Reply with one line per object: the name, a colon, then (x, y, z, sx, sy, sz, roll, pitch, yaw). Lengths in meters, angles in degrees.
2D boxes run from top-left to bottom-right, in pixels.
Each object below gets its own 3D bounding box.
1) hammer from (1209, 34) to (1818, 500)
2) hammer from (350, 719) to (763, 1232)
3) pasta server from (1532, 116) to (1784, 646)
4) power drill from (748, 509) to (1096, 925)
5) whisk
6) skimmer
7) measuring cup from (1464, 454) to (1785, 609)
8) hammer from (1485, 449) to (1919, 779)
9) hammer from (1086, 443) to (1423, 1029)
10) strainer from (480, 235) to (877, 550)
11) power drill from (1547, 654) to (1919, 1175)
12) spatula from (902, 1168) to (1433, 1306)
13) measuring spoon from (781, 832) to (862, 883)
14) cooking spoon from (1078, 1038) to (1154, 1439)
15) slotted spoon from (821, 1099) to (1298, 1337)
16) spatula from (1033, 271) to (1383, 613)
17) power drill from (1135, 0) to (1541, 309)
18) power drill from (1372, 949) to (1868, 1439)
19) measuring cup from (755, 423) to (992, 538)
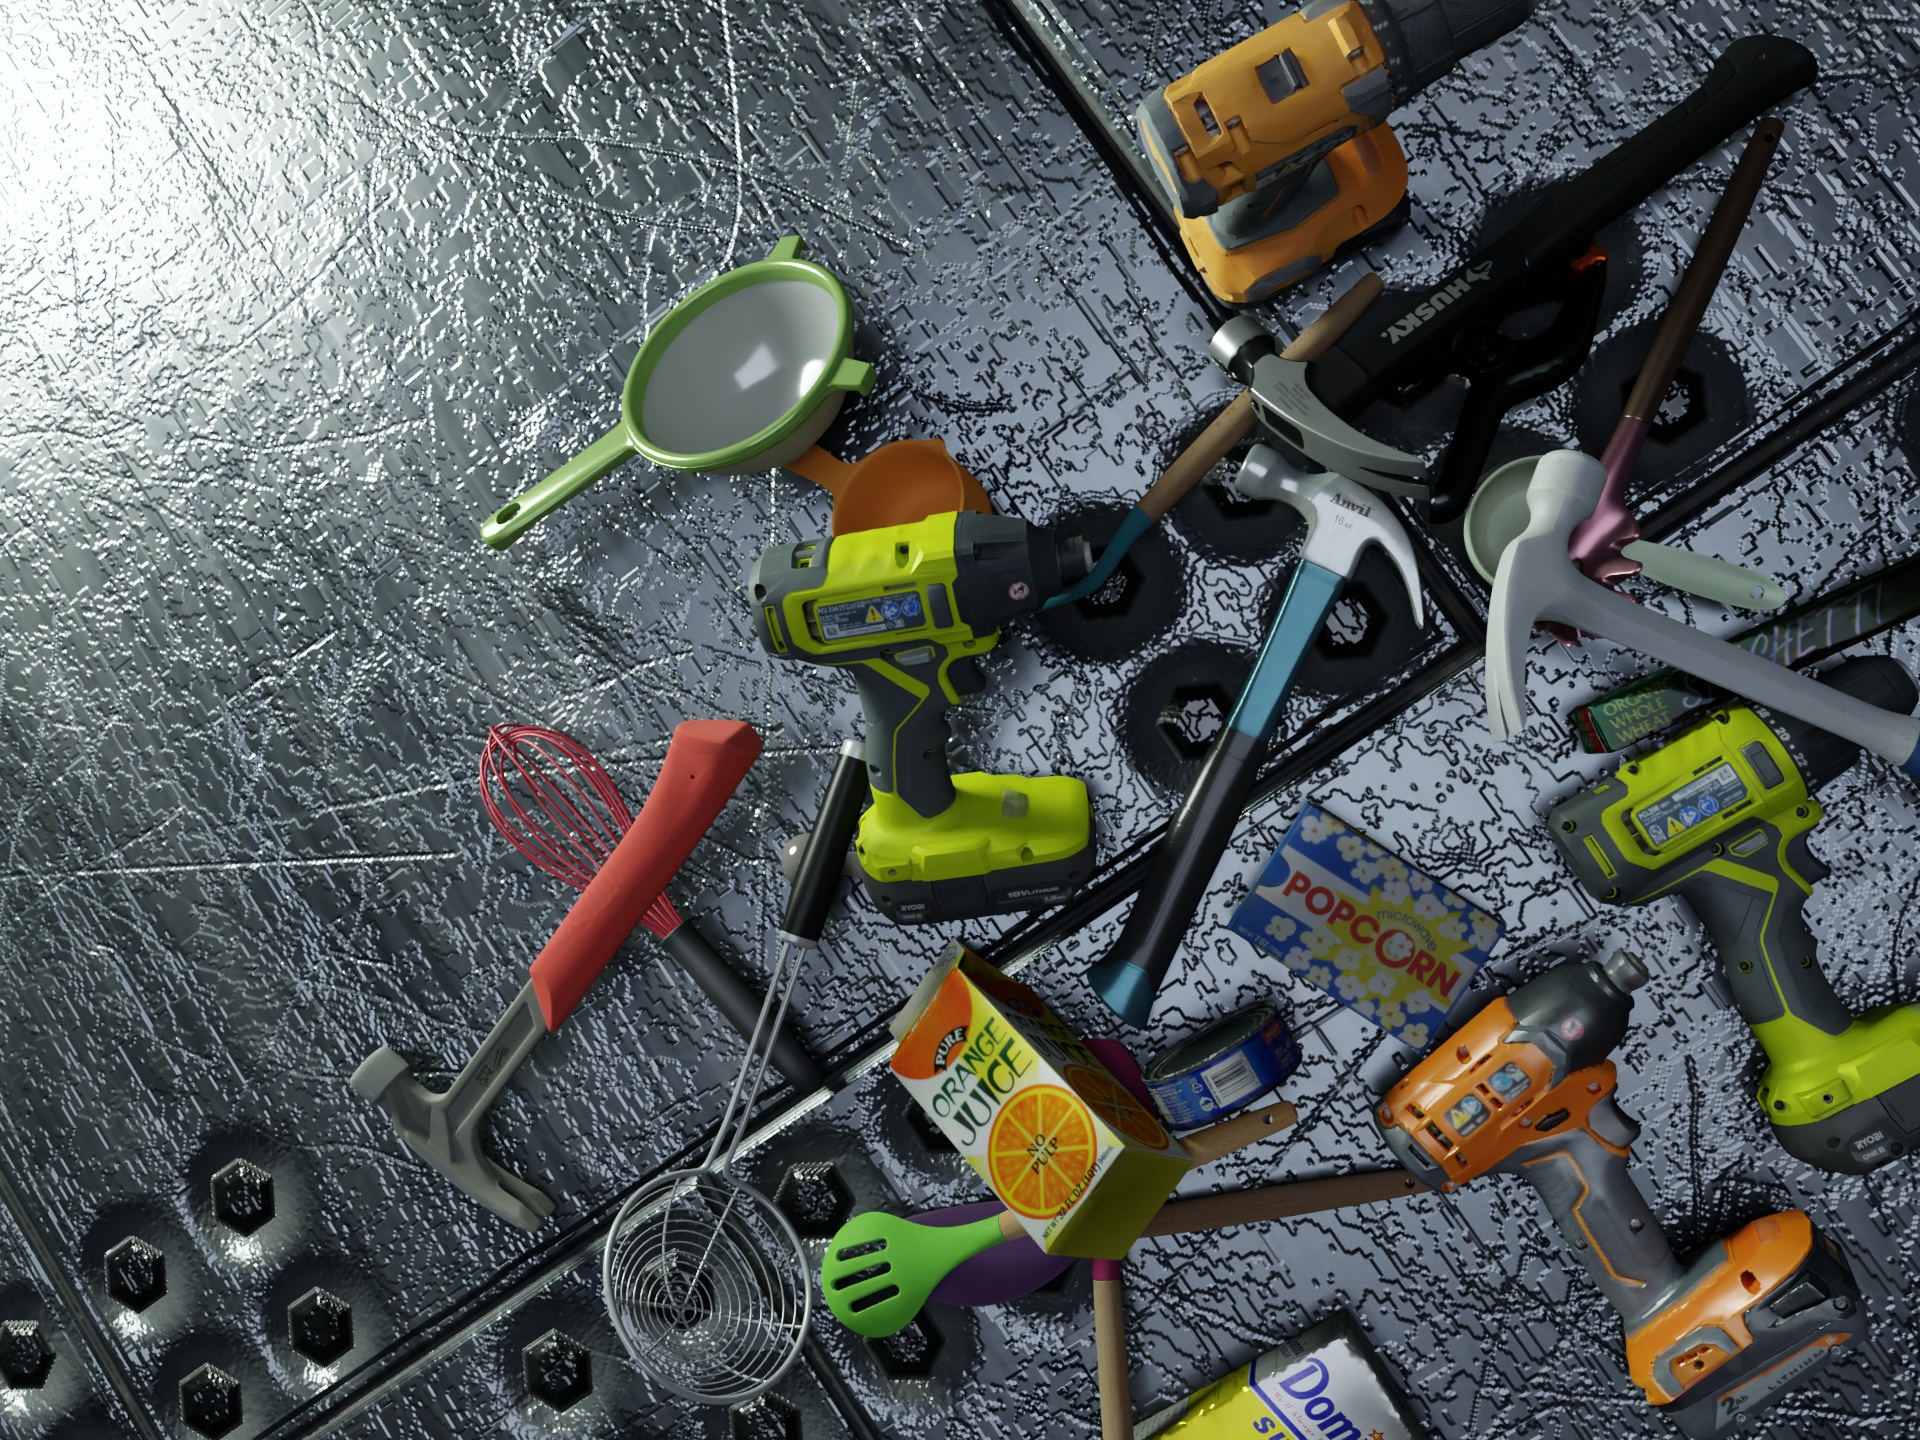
hammer: (0.306, -0.249, 0.836, 0.335, 0.035, 0.146, -36, 58, 0)
hammer: (-0.218, 0.144, 0.929, 0.149, 0.037, 0.359, 39, 111, 0)
pasta server: (0.365, -0.180, 0.827, 0.060, 0.040, 0.316, 26, 84, 1)
power drill: (-0.001, -0.003, 0.852, 0.171, 0.080, 0.223, -8, 124, 9)
whisk: (-0.186, 0.114, 0.961, 0.073, 0.073, 0.296, -43, 88, 9)
skimmer: (-0.099, 0.187, 0.894, 0.127, 0.090, 0.363, 21, 82, -26)
measuring cup: (0.355, -0.089, 0.858, 0.167, 0.038, 0.083, 19, 94, 9)
hammer: (0.446, 0.012, 0.771, 0.405, 0.035, 0.144, 23, 80, 0)
hammer: (0.155, 0.019, 0.902, 0.128, 0.033, 0.331, 25, 96, 11)
strainer: (-0.161, -0.162, 0.933, 0.256, 0.069, 0.152, -33, 52, 8)
power drill: (0.446, 0.095, 0.821, 0.190, 0.080, 0.228, -32, 82, 10)
spatula: (0.114, 0.292, 0.919, 0.316, 0.018, 0.060, -14, 83, 12)
measuring spoon: (-0.050, 0.088, 0.951, 0.124, 0.018, 0.034, 3, 91, 12)
cooking spoon: (0.085, 0.342, 0.898, 0.069, 0.017, 0.319, -7, 77, 15)
slotted spoon: (0.047, 0.277, 0.905, 0.314, 0.031, 0.070, -27, 66, 17)
spatula: (0.115, -0.143, 0.900, 0.044, 0.082, 0.317, 45, 93, -4)
power drill: (0.187, -0.295, 0.793, 0.185, 0.226, 0.084, -26, 86, 11)
power drill: (0.353, 0.238, 0.831, 0.226, 0.084, 0.164, 46, 109, 11)
measuring cup: (-0.053, -0.131, 0.941, 0.174, 0.052, 0.095, 34, 94, 34)
